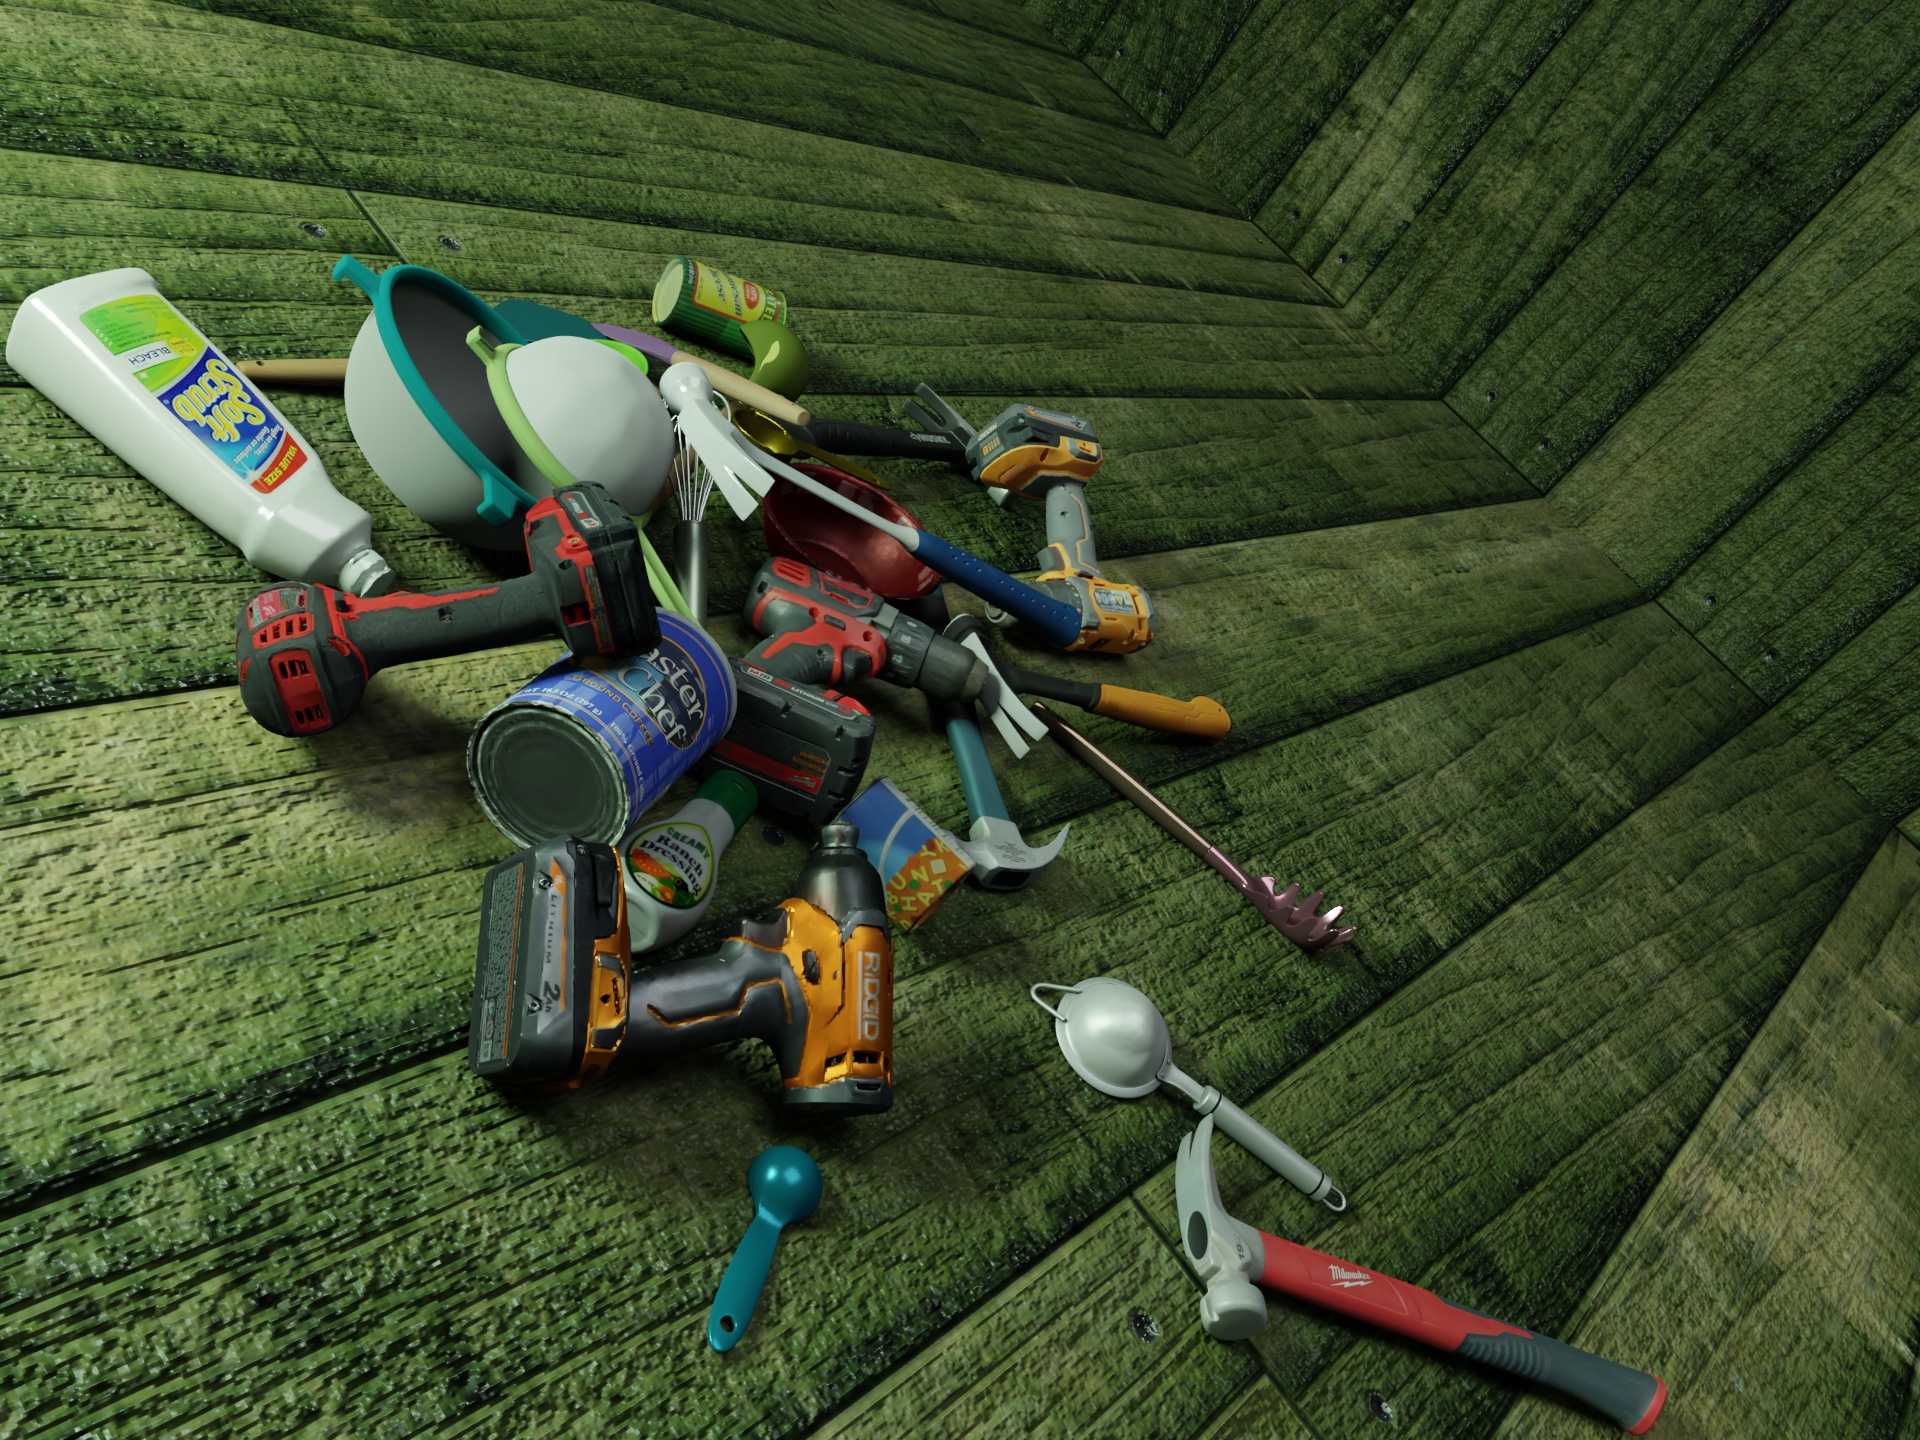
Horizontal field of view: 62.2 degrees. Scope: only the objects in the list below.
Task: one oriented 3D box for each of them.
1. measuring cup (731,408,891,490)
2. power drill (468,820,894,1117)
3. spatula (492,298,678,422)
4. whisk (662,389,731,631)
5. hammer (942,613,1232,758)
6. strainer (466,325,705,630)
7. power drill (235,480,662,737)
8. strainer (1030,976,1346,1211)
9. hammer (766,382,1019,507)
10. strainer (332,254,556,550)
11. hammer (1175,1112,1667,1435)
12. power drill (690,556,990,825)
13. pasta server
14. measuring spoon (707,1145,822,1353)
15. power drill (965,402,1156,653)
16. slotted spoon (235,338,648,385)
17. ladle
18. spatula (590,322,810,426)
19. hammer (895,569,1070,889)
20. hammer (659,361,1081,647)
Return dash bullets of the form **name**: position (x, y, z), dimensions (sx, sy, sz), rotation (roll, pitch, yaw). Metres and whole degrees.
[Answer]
- **measuring cup**: position (-0.121, -0.202, 1.265), dimensions (0.156, 0.029, 0.062), rotation (18, 31, -40)
- **power drill**: position (-0.133, 0.122, 0.842), dimensions (0.226, 0.084, 0.164), rotation (13, 68, -35)
- **spatula**: position (-0.244, -0.253, 1.309), dimensions (0.317, 0.044, 0.082), rotation (35, 32, -13)
- **whisk**: position (-0.194, -0.144, 1.145), dimensions (0.058, 0.059, 0.247), rotation (-3, 64, -1)
- **hammer**: position (0.128, -0.011, 1.321), dimensions (0.336, 0.034, 0.127), rotation (10, 40, -48)
- **strainer**: position (-0.211, -0.161, 1.050), dimensions (0.256, 0.069, 0.151), rotation (58, 14, 13)
- **power drill**: position (-0.292, -0.064, 0.895), dimensions (0.219, 0.078, 0.143), rotation (-18, 29, -19)
- **strainer**: position (0.160, 0.247, 1.059), dimensions (0.258, 0.050, 0.087), rotation (38, 47, -6)
- **hammer**: position (-0.068, -0.255, 1.434), dimensions (0.146, 0.035, 0.334), rotation (49, 26, 16)
- **strainer**: position (-0.315, -0.190, 1.111), dimensions (0.211, 0.095, 0.340), rotation (57, 13, 5)
- **hammer**: position (0.307, 0.378, 1.038), dimensions (0.386, 0.038, 0.143), rotation (25, 33, -20)
- **power drill**: position (-0.081, -0.023, 1.107), dimensions (0.188, 0.080, 0.227), rotation (23, 30, -3)
- **pasta server**: position (0.184, 0.083, 1.291), dimensions (0.316, 0.040, 0.060), rotation (40, 23, 5)
- **measuring spoon**: position (-0.098, 0.261, 0.800), dimensions (0.042, 0.021, 0.129), rotation (34, 31, -7)
- **power drill**: position (0.074, -0.168, 1.428), dimensions (0.185, 0.084, 0.226), rotation (2, 66, -43)
- **slotted spoon**: position (-0.369, -0.255, 1.163), dimensions (0.313, 0.031, 0.070), rotation (-12, 52, -43)
- **ladle**: position (-0.199, -0.232, 1.268), dimensions (0.078, 0.062, 0.320), rotation (57, 36, -25)
- **spatula**: position (-0.209, -0.281, 1.265), dimensions (0.059, 0.018, 0.316), rotation (-2, 24, -40)
- **hammer**: position (-0.002, -0.004, 1.221), dimensions (0.128, 0.033, 0.331), rotation (16, 38, -30)
- **hammer**: position (-0.044, -0.136, 1.193), dimensions (0.405, 0.035, 0.144), rotation (24, 25, -43)
